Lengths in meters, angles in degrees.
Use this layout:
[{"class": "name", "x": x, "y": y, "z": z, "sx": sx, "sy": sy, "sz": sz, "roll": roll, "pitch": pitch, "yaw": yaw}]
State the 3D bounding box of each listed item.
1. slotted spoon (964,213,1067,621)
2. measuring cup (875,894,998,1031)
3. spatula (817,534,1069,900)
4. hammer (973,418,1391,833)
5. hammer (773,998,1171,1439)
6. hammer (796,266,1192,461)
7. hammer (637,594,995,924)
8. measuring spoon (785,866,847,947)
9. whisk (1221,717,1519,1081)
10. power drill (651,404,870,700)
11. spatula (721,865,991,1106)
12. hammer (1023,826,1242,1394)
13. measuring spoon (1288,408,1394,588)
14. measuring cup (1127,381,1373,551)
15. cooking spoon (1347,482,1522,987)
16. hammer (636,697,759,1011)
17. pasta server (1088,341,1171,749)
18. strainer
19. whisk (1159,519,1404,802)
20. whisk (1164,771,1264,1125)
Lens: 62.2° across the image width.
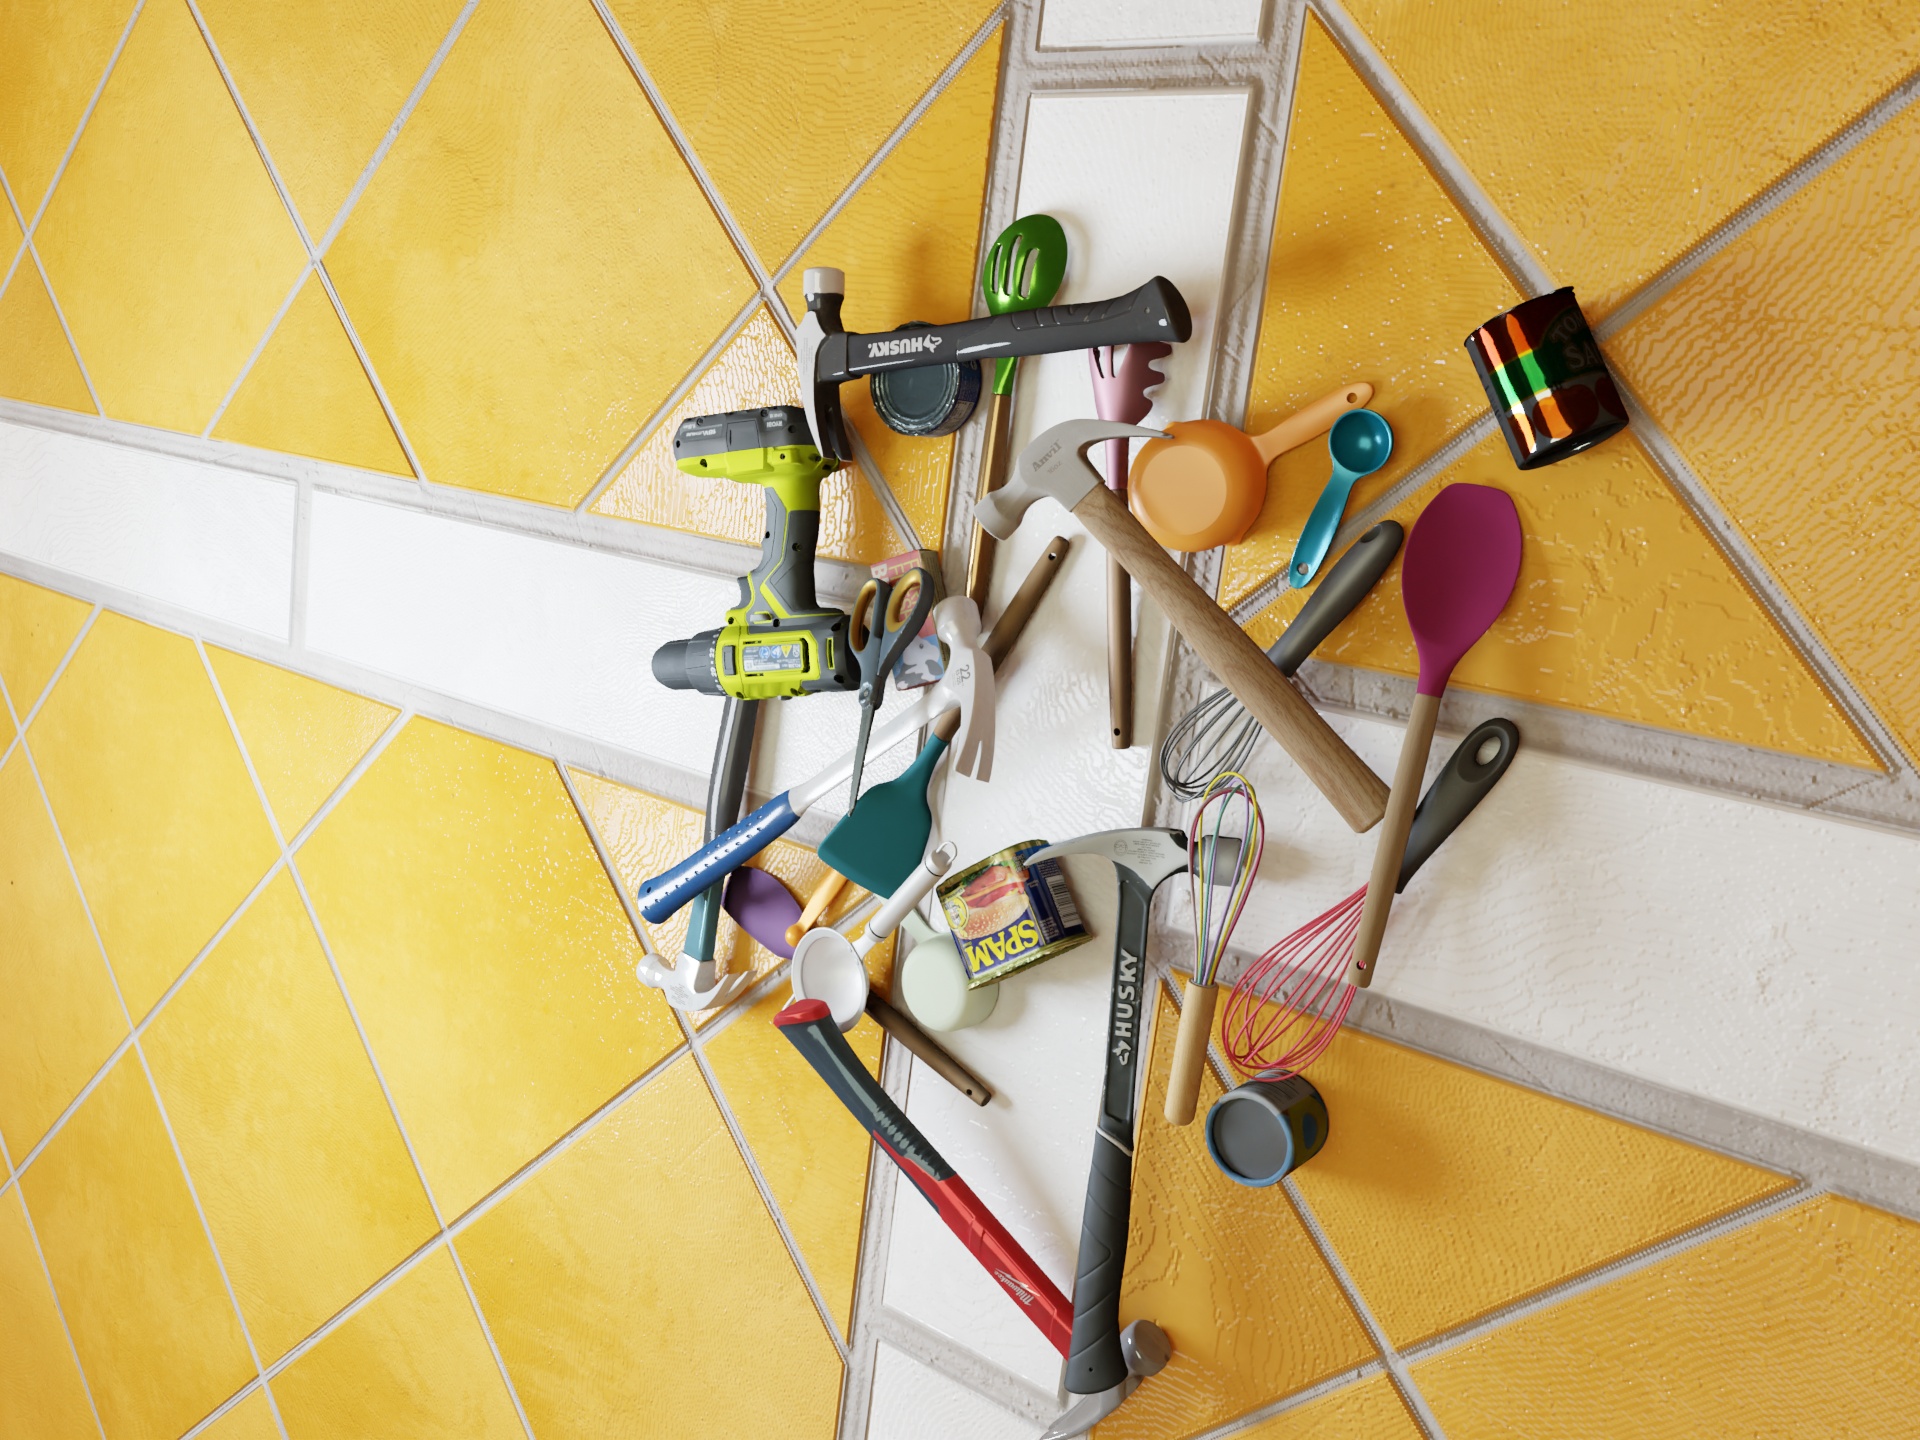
[{"class": "slotted spoon", "x": 0.029, "y": -0.216, "z": 1.181, "sx": 0.070, "sy": 0.031, "sz": 0.313, "roll": 17, "pitch": 105, "yaw": 34}, {"class": "measuring cup", "x": -0.039, "y": 0.174, "z": 1.258, "sx": 0.168, "sy": 0.038, "sz": 0.083, "roll": 48, "pitch": 120, "yaw": 21}, {"class": "spatula", "x": -0.002, "y": -0.004, "z": 1.212, "sx": 0.082, "sy": 0.044, "sz": 0.317, "roll": 31, "pitch": 112, "yaw": -1}, {"class": "hammer", "x": 0.160, "y": -0.063, "z": 1.028, "sx": 0.130, "sy": 0.031, "sz": 0.331, "roll": -44, "pitch": 82, "yaw": 20}, {"class": "hammer", "x": -0.017, "y": 0.375, "z": 1.227, "sx": 0.386, "sy": 0.038, "sz": 0.143, "roll": 46, "pitch": 120, "yaw": 13}, {"class": "hammer", "x": 0.014, "y": -0.266, "z": 1.135, "sx": 0.335, "sy": 0.035, "sz": 0.146, "roll": 3, "pitch": 94, "yaw": 37}, {"class": "hammer", "x": -0.122, "y": 0.064, "z": 1.248, "sx": 0.405, "sy": 0.035, "sz": 0.144, "roll": -35, "pitch": 50, "yaw": 32}, {"class": "measuring spoon", "x": -0.114, "y": 0.142, "z": 1.319, "sx": 0.021, "sy": 0.011, "sz": 0.117, "roll": 43, "pitch": 109, "yaw": 29}, {"class": "whisk", "x": 0.262, "y": 0.118, "z": 1.023, "sx": 0.073, "sy": 0.073, "sz": 0.295, "roll": 42, "pitch": 111, "yaw": 26}, {"class": "power drill", "x": -0.170, "y": -0.129, "z": 1.285, "sx": 0.190, "sy": 0.080, "sz": 0.228, "roll": -2, "pitch": 91, "yaw": 24}, {"class": "spatula", "x": -0.092, "y": 0.217, "z": 1.315, "sx": 0.316, "sy": 0.018, "sz": 0.059, "roll": 35, "pitch": 111, "yaw": 30}, {"class": "hammer", "x": 0.105, "y": 0.275, "z": 1.117, "sx": 0.149, "sy": 0.036, "sz": 0.409, "roll": 6, "pitch": 95, "yaw": 12}, {"class": "measuring spoon", "x": 0.246, "y": -0.143, "z": 1.037, "sx": 0.042, "sy": 0.021, "sz": 0.128, "roll": 34, "pitch": 122, "yaw": 23}, {"class": "measuring cup", "x": 0.188, "y": -0.173, "z": 1.043, "sx": 0.173, "sy": 0.052, "sz": 0.095, "roll": -28, "pitch": 90, "yaw": 30}, {"class": "cooking spoon", "x": 0.283, "y": 0.010, "z": 0.984, "sx": 0.069, "sy": 0.017, "sz": 0.319, "roll": 14, "pitch": 91, "yaw": 19}, {"class": "hammer", "x": -0.209, "y": 0.095, "z": 1.373, "sx": 0.128, "sy": 0.033, "sz": 0.331, "roll": 20, "pitch": 103, "yaw": 41}, {"class": "pasta server", "x": 0.116, "y": -0.137, "z": 1.126, "sx": 0.060, "sy": 0.040, "sz": 0.316, "roll": 5, "pitch": 101, "yaw": 36}, {"class": "strainer", "x": -0.066, "y": 0.168, "z": 1.238, "sx": 0.258, "sy": 0.050, "sz": 0.087, "roll": -50, "pitch": 62, "yaw": 40}, {"class": "whisk", "x": 0.211, "y": -0.038, "z": 1.054, "sx": 0.055, "sy": 0.055, "sz": 0.239, "roll": 48, "pitch": 114, "yaw": 23}, {"class": "whisk", "x": 0.164, "y": 0.153, "z": 1.060, "sx": 0.047, "sy": 0.051, "sz": 0.245, "roll": 13, "pitch": 102, "yaw": 26}]
